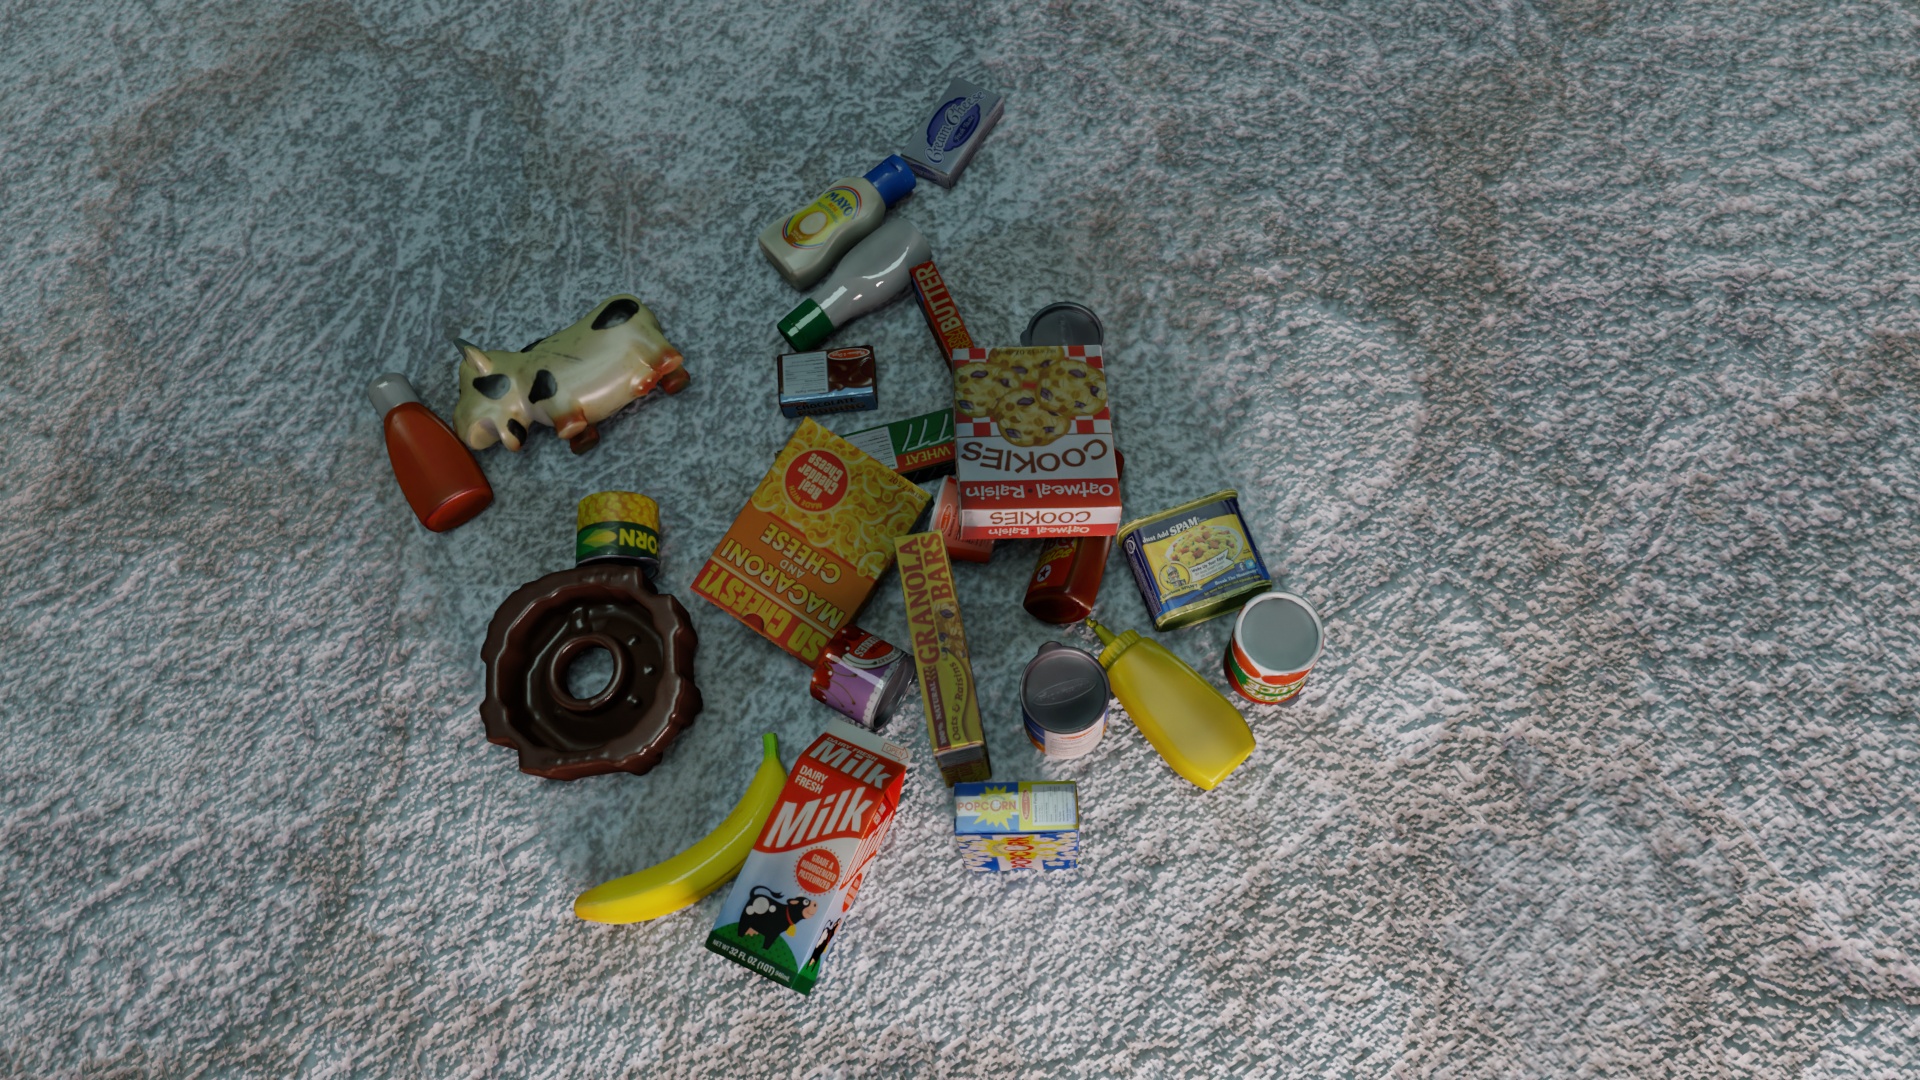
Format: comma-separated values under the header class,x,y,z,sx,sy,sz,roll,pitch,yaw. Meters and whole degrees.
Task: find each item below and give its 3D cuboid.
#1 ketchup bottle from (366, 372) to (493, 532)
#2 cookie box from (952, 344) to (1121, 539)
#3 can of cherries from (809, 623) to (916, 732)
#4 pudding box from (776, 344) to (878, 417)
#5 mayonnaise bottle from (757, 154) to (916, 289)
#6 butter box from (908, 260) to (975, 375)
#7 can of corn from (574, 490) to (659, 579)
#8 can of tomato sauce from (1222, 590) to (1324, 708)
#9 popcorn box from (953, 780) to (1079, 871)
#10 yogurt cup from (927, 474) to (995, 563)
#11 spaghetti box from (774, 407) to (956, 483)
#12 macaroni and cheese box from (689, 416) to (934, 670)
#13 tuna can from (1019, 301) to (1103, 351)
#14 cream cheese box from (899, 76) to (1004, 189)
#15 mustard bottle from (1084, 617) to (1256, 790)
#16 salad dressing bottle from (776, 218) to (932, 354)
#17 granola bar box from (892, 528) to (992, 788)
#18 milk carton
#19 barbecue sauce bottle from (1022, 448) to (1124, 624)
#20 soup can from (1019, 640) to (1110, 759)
class,x,y,z,sx,sy,sz,roll,pitch,yaw
ketchup bottle,-0.460,-0.080,1.188,0.065,0.043,0.149,-33,69,-10
cookie box,0.057,-0.079,1.100,0.123,0.040,0.168,-1,55,-2
can of cherries,-0.074,0.103,1.071,0.058,0.071,0.072,27,73,15
pudding box,-0.114,-0.136,1.192,0.084,0.030,0.050,-6,67,2
mayonnaise bottle,-0.107,-0.291,1.249,0.148,0.041,0.065,-39,69,-11
butter box,-0.013,-0.184,1.192,0.024,0.053,0.104,-23,68,-3
can of corn,-0.277,-0.002,1.130,0.071,0.071,0.058,-5,67,2
can of tomato sauce,0.236,0.084,1.048,0.071,0.082,0.071,-2,68,4
popcorn box,0.041,0.205,0.990,0.085,0.126,0.038,-3,65,3
yogurt cup,0.004,-0.014,1.117,0.054,0.072,0.072,15,70,1
spaghetti box,-0.028,-0.078,1.163,0.250,0.028,0.050,-14,68,-1
macaroni and cheese box,-0.117,0.003,1.110,0.124,0.040,0.166,32,82,7
tuna can,0.087,-0.168,1.188,0.071,0.032,0.071,-1,68,4
cream cheese box,-0.007,-0.378,1.286,0.053,0.024,0.104,27,72,15
mustard bottle,0.152,0.115,1.060,0.065,0.048,0.160,-38,69,-11
salad dressing bottle,-0.094,-0.221,1.217,0.148,0.043,0.064,-40,49,-8
granola bar box,-0.012,0.090,1.042,0.039,0.123,0.166,-11,68,0
milk carton,-0.106,0.227,1.020,0.072,0.073,0.191,21,71,12
barbecue sauce bottle,0.096,-0.008,1.110,0.043,0.064,0.149,33,60,-24
soup can,0.078,0.121,1.044,0.071,0.083,0.071,-1,68,4
